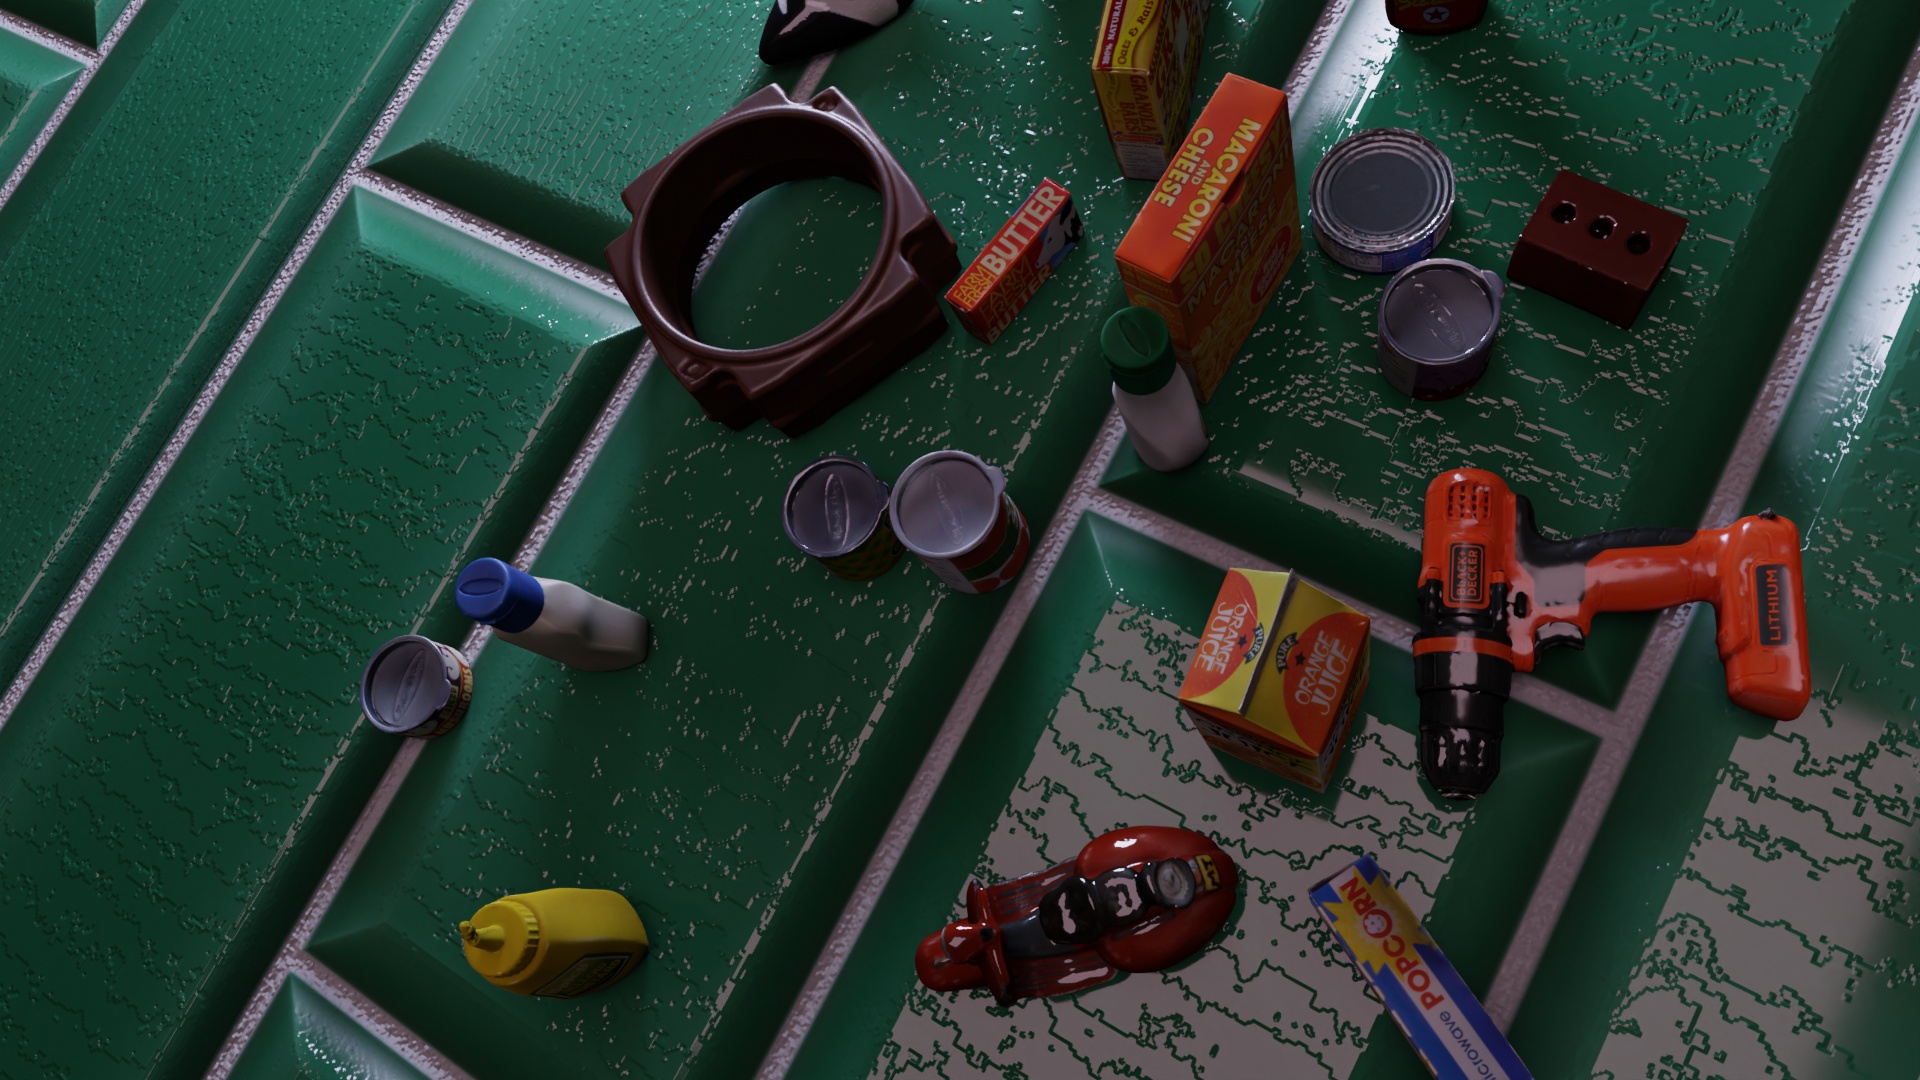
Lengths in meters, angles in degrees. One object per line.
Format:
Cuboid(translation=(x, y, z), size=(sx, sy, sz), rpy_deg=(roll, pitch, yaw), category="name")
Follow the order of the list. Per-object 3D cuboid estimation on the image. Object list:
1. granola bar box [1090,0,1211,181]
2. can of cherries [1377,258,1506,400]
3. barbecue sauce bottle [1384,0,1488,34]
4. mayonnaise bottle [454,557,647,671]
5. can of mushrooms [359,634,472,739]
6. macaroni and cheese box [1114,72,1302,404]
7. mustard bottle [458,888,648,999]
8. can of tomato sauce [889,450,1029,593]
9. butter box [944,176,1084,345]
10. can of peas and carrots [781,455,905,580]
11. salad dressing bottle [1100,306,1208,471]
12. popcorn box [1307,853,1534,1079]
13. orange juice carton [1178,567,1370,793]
Cuboid(translation=(0.126, -0.333, 0.885), size=(0.039, 0.124, 0.166), rpy_deg=(8, 75, 18), category="granola bar box")
Cuboid(translation=(0.280, -0.122, 0.808), size=(0.071, 0.058, 0.071), rpy_deg=(-5, 72, 14), category="can of cherries")
Cuboid(translation=(0.290, -0.368, 0.837), size=(0.065, 0.148, 0.044), rpy_deg=(4, 74, 17), category="barbecue sauce bottle")
Cuboid(translation=(-0.252, 0.047, 0.854), size=(0.065, 0.148, 0.041), rpy_deg=(-5, 72, 14), category="mayonnaise bottle")
Cuboid(translation=(-0.362, 0.100, 0.931), size=(0.071, 0.033, 0.071), rpy_deg=(-5, 71, 14), category="can of mushrooms")
Cuboid(translation=(0.149, -0.167, 0.801), size=(0.040, 0.166, 0.124), rpy_deg=(29, 83, 22), category="macaroni and cheese box")
Cuboid(translation=(-0.236, 0.228, 0.784), size=(0.065, 0.160, 0.049), rpy_deg=(-37, 67, 2), category="mustard bottle")
Cuboid(translation=(0.003, -0.010, 0.836), size=(0.071, 0.083, 0.071), rpy_deg=(-5, 72, 14), category="can of tomato sauce")
Cuboid(translation=(0.037, -0.179, 0.898), size=(0.024, 0.053, 0.103), rpy_deg=(38, 86, 23), category="butter box")
Cuboid(translation=(-0.069, -0.014, 0.871), size=(0.071, 0.058, 0.071), rpy_deg=(-5, 72, 14), category="can of peas and carrots")
Cuboid(translation=(0.110, -0.085, 0.796), size=(0.044, 0.147, 0.064), rpy_deg=(-31, 67, 5), category="salad dressing bottle")
Cuboid(translation=(0.227, 0.223, 0.696), size=(0.038, 0.085, 0.127), rpy_deg=(-35, 67, 3), category="popcorn box")
Cuboid(translation=(0.161, 0.071, 0.705), size=(0.073, 0.192, 0.072), rpy_deg=(20, 80, 21), category="orange juice carton")
